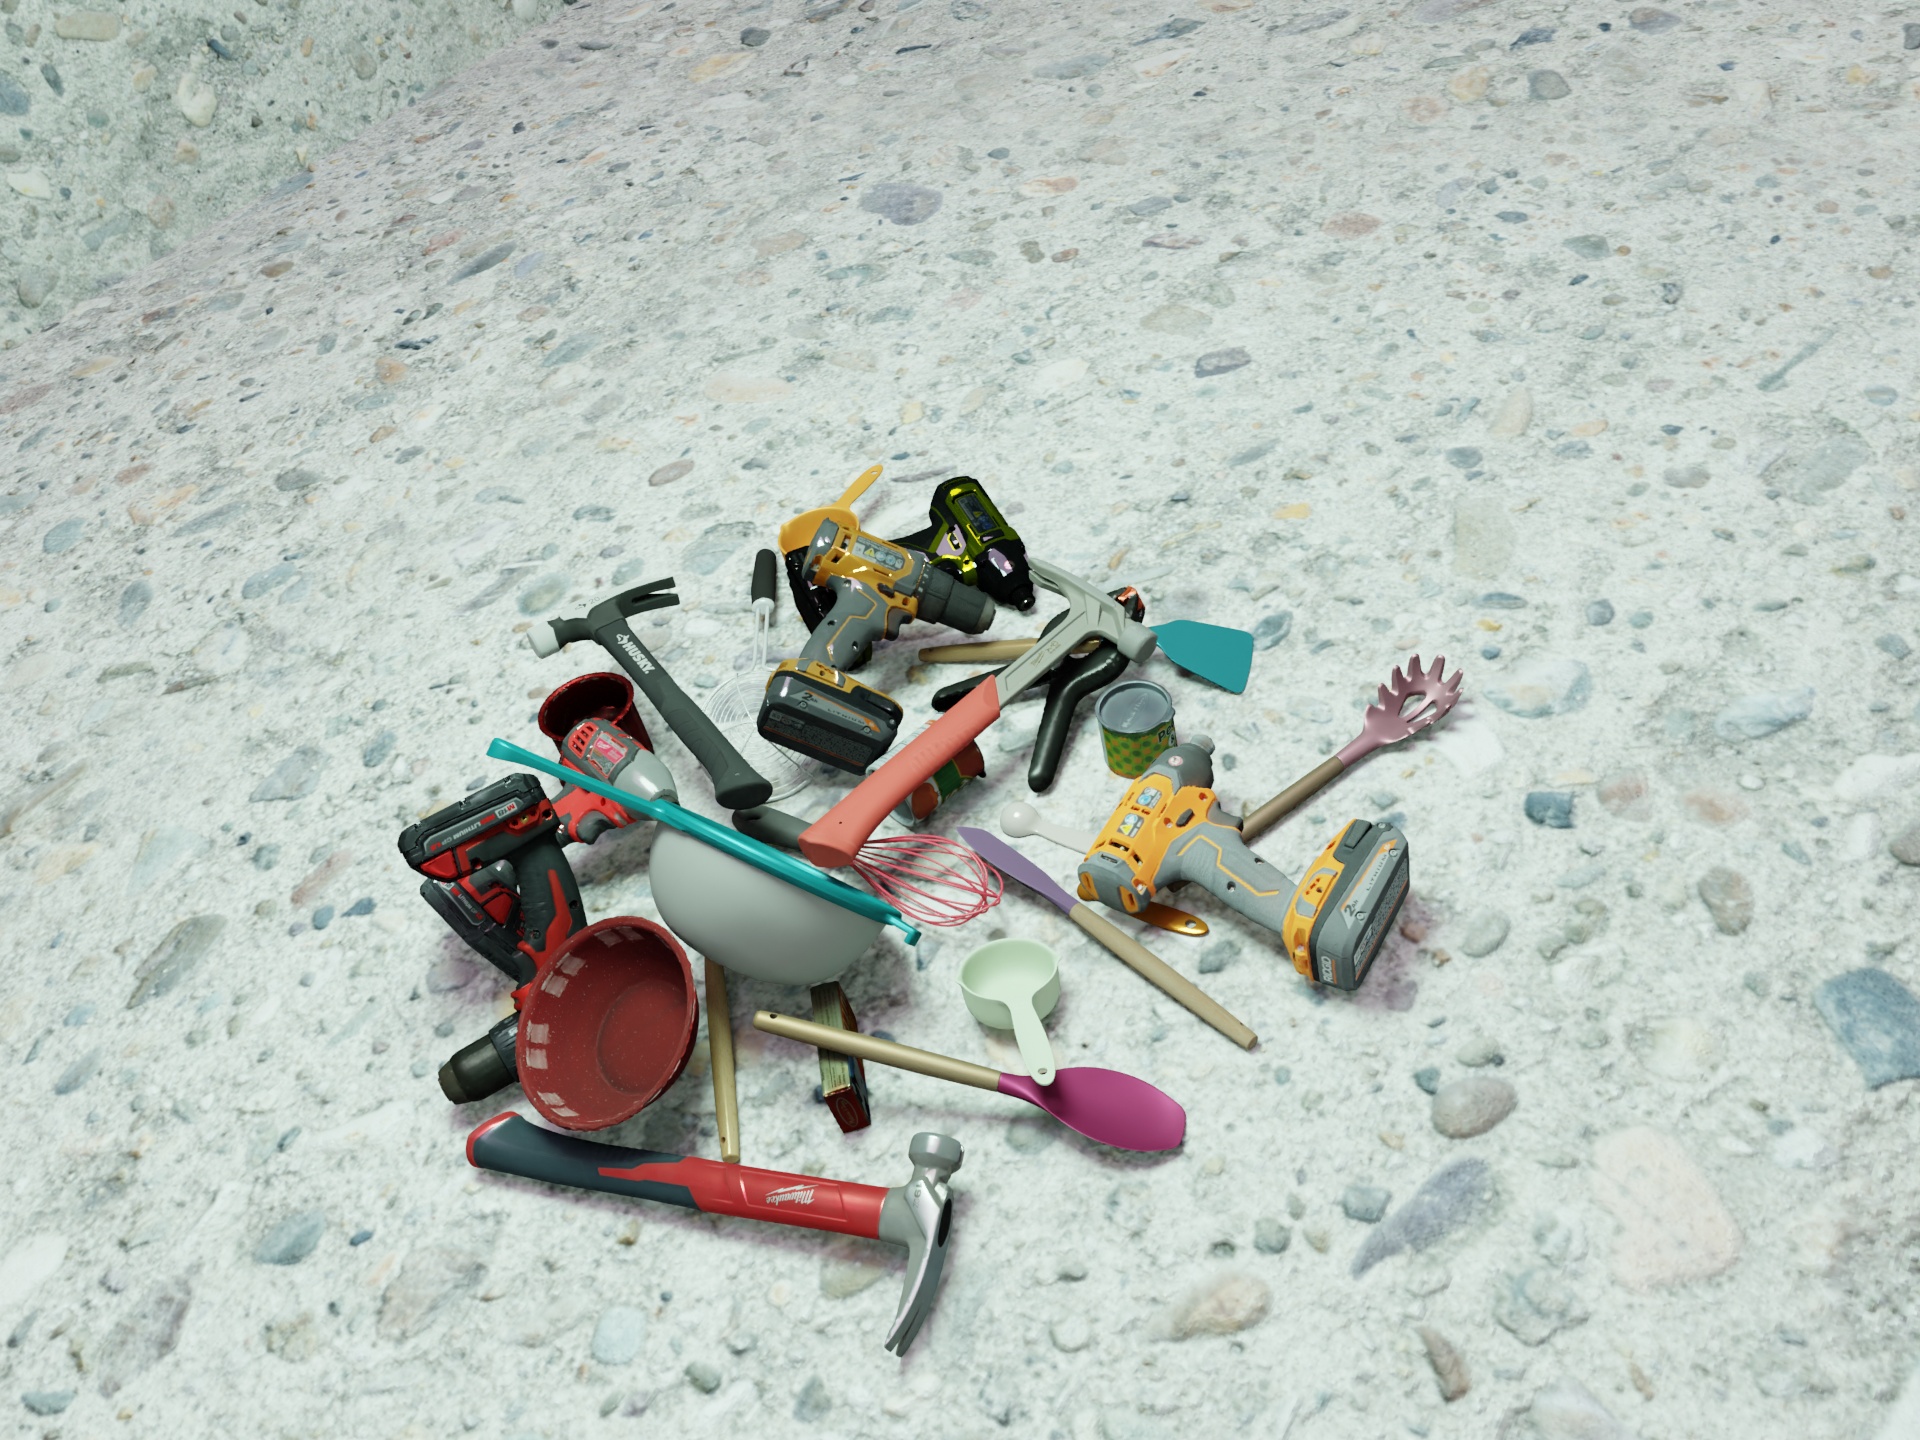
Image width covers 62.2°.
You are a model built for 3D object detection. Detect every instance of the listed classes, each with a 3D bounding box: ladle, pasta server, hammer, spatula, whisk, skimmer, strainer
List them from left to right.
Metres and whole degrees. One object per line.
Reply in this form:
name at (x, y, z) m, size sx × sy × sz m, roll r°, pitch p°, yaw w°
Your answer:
hammer at (-0.261, -0.025, 1.435) m, size 0.146 × 0.035 × 0.335 m, roll -28°, pitch 46°, yaw -21°
strainer at (-0.209, 0.119, 1.195) m, size 0.211 × 0.340 × 0.095 m, roll 14°, pitch 78°, yaw 65°
hammer at (-0.192, 0.344, 1.129) m, size 0.386 × 0.038 × 0.143 m, roll 2°, pitch 58°, yaw 22°
ladle at (-0.206, 0.207, 1.273) m, size 0.078 × 0.062 × 0.321 m, roll -41°, pitch 40°, yaw 24°
skimmer at (-0.192, -0.058, 1.571) m, size 0.127 × 0.090 × 0.364 m, roll -8°, pitch 32°, yaw 0°
whisk at (-0.087, 0.113, 1.340) m, size 0.296 × 0.073 × 0.073 m, roll 14°, pitch 49°, yaw 37°
hammer at (-0.002, -0.004, 1.354) m, size 0.149 × 0.036 × 0.359 m, roll 35°, pitch 62°, yaw 30°
spatula at (0.111, -0.061, 1.491) m, size 0.317 × 0.044 × 0.082 m, roll -2°, pitch 44°, yaw 21°
spatula at (0.107, 0.162, 1.244) m, size 0.316 × 0.059 × 0.018 m, roll 35°, pitch 106°, yaw 37°
pasta server at (0.292, 0.045, 1.311) m, size 0.316 × 0.040 × 0.060 m, roll -33°, pitch 54°, yaw -17°

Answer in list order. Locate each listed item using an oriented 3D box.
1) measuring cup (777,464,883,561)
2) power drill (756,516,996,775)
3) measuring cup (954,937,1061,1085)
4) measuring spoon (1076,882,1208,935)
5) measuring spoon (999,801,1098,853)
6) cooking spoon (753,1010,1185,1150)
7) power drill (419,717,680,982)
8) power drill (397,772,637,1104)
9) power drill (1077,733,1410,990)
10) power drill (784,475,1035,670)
measuring cup at (-0.123, -0.205, 1.692) m, size 0.095 × 0.052 × 0.174 m, roll 12°, pitch 47°, yaw 28°
power drill at (-0.073, -0.064, 1.444) m, size 0.185 × 0.084 × 0.226 m, roll 22°, pitch 56°, yaw -8°
measuring cup at (0.047, 0.223, 1.170) m, size 0.083 × 0.038 × 0.168 m, roll -12°, pitch 30°, yaw -5°
measuring spoon at (0.144, 0.147, 1.264) m, size 0.117 × 0.011 × 0.021 m, roll 17°, pitch 51°, yaw 31°
measuring spoon at (0.087, 0.092, 1.335) m, size 0.124 × 0.018 × 0.034 m, roll 17°, pitch 51°, yaw 29°
cooking spoon at (0.003, 0.253, 1.140) m, size 0.319 × 0.017 × 0.069 m, roll 13°, pitch 35°, yaw 9°
power drill at (-0.341, 0.107, 1.364) m, size 0.143 × 0.078 × 0.220 m, roll 31°, pitch 73°, yaw 39°
power drill at (-0.359, 0.173, 1.254) m, size 0.188 × 0.226 × 0.080 m, roll -29°, pitch 4°, yaw -15°
power drill at (0.224, 0.098, 1.224) m, size 0.227 × 0.084 × 0.164 m, roll 19°, pitch 60°, yaw 29°
power drill at (-0.046, -0.142, 1.576) m, size 0.223 × 0.080 × 0.171 m, roll -23°, pitch 55°, yaw -12°
